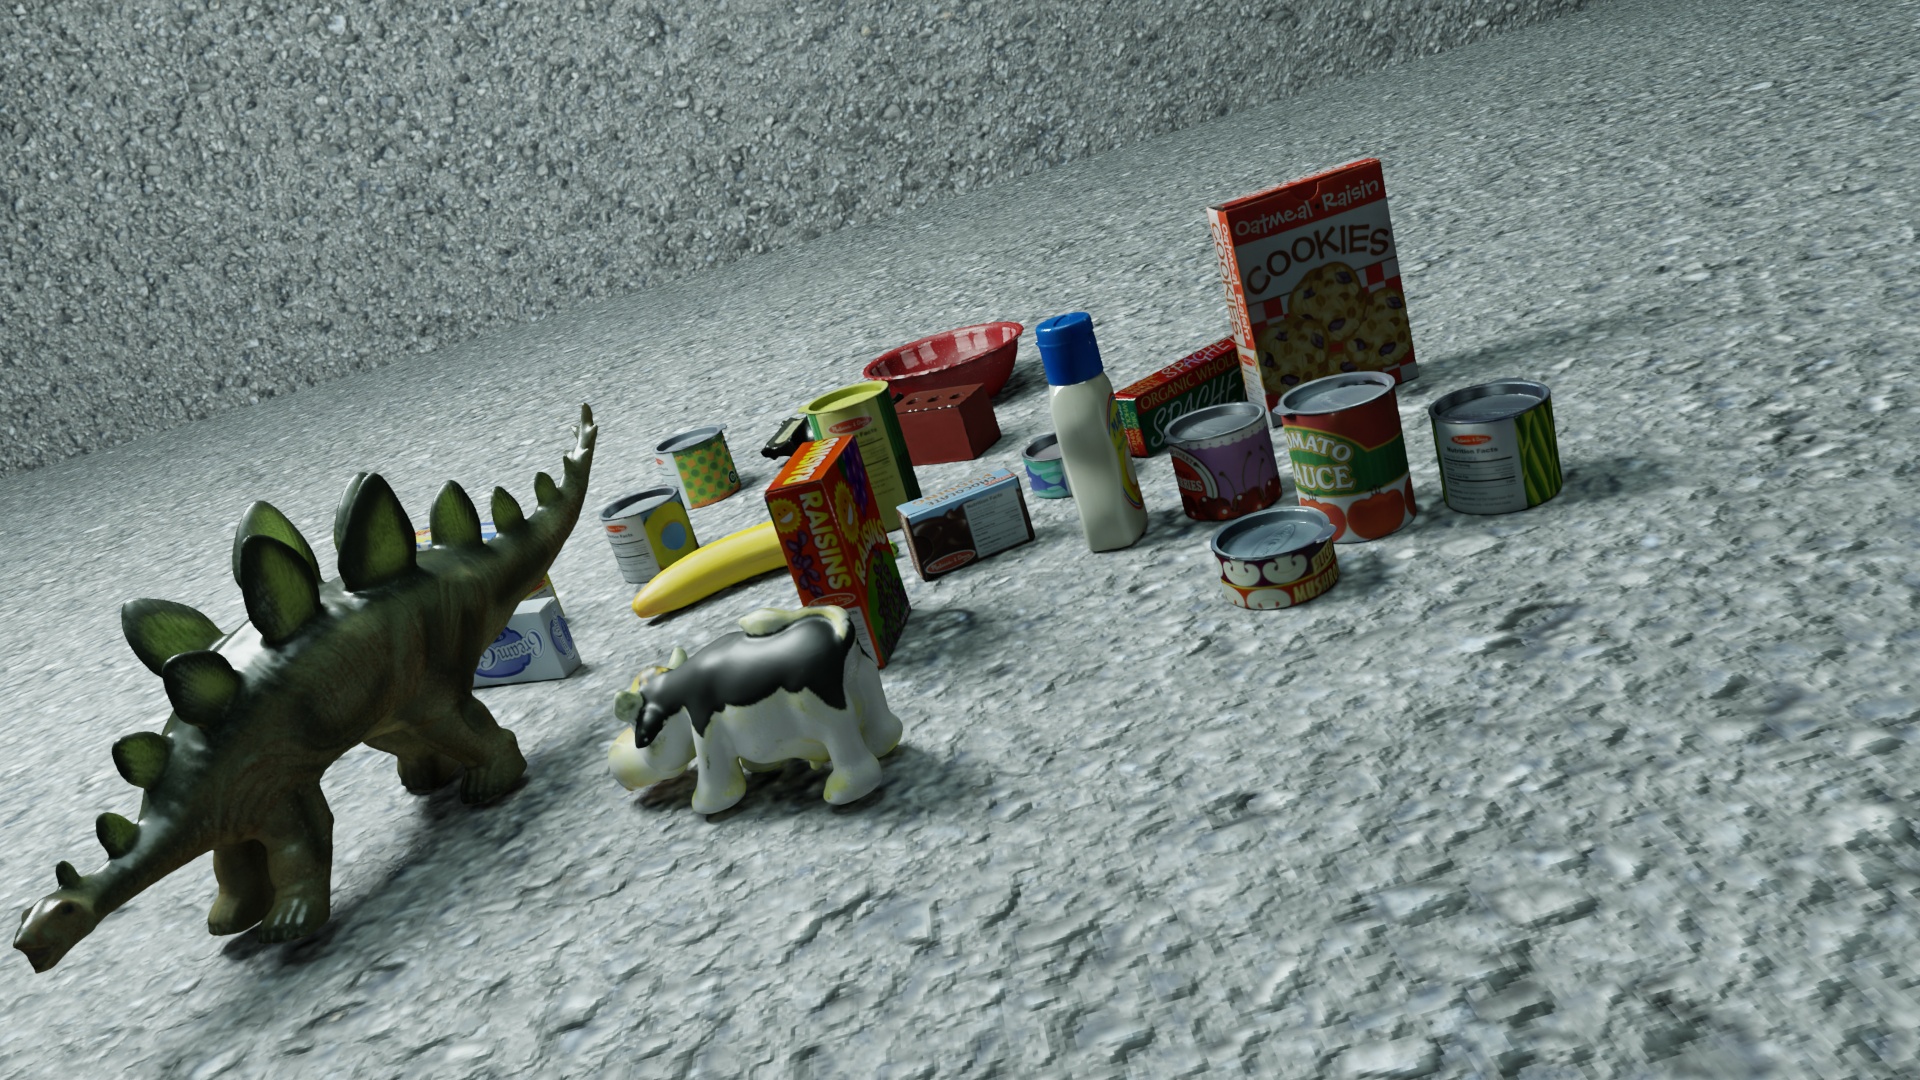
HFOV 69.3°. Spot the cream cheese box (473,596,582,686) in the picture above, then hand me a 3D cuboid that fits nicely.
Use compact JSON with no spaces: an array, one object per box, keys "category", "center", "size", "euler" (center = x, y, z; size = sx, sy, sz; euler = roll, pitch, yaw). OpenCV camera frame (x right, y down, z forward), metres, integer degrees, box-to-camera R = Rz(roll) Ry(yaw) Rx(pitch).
[{"category":"cream cheese box","center":[-0.318,0.072,0.967],"size":[0.104,0.053,0.024],"euler":[-8,21,23]}]

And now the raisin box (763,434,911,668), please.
[{"category":"raisin box","center":[-0.072,0.008,0.840],"size":[0.040,0.123,0.086],"euler":[-11,20,15]}]

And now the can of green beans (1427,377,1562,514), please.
[{"category":"can of green beans","center":[0.308,-0.054,0.799],"size":[0.071,0.057,0.071],"euler":[-15,20,5]}]

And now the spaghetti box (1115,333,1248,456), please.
[{"category":"spaghetti box","center":[0.219,-0.135,1.099],"size":[0.251,0.050,0.028],"euler":[-28,22,-30]}]

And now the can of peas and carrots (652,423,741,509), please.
[{"category":"can of peas and carrots","center":[-0.239,-0.068,1.272],"size":[0.071,0.058,0.071],"euler":[-15,20,5]}]

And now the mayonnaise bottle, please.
[{"category":"mayonnaise bottle","center":[0.084,-0.071,0.890],"size":[0.041,0.147,0.065],"euler":[-9,21,20]}]

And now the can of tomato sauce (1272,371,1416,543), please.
[{"category":"can of tomato sauce","center":[0.225,-0.048,0.812],"size":[0.071,0.082,0.071],"euler":[-15,19,5]}]

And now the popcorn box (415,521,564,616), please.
[{"category":"popcorn box","center":[-0.373,0.031,1.074],"size":[0.126,0.085,0.038],"euler":[-3,24,34]}]

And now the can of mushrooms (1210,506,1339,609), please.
[{"category":"can of mushrooms","center":[0.177,0.009,0.770],"size":[0.071,0.033,0.071],"euler":[-15,20,5]}]

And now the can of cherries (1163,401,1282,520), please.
[{"category":"can of cherries","center":[0.168,-0.051,0.901],"size":[0.071,0.058,0.072],"euler":[-15,20,5]}]

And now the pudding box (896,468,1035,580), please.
[{"category":"pudding box","center":[0.003,-0.012,0.941],"size":[0.084,0.049,0.030],"euler":[-21,20,-13]}]

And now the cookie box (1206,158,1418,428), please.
[{"category":"cookie box","center":[0.260,-0.182,1.018],"size":[0.123,0.167,0.040],"euler":[-19,19,-7]}]

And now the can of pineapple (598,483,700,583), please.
[{"category":"can of pineapple","center":[-0.247,-0.006,1.114],"size":[0.071,0.057,0.071],"euler":[-15,20,5]}]

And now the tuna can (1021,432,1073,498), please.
[{"category":"tuna can","center":[0.079,-0.059,1.031],"size":[0.071,0.032,0.071],"euler":[-15,20,5]}]

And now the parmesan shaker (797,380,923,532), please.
[{"category":"parmesan shaker","center":[-0.075,-0.062,1.058],"size":[0.071,0.102,0.071],"euler":[-15,19,5]}]
